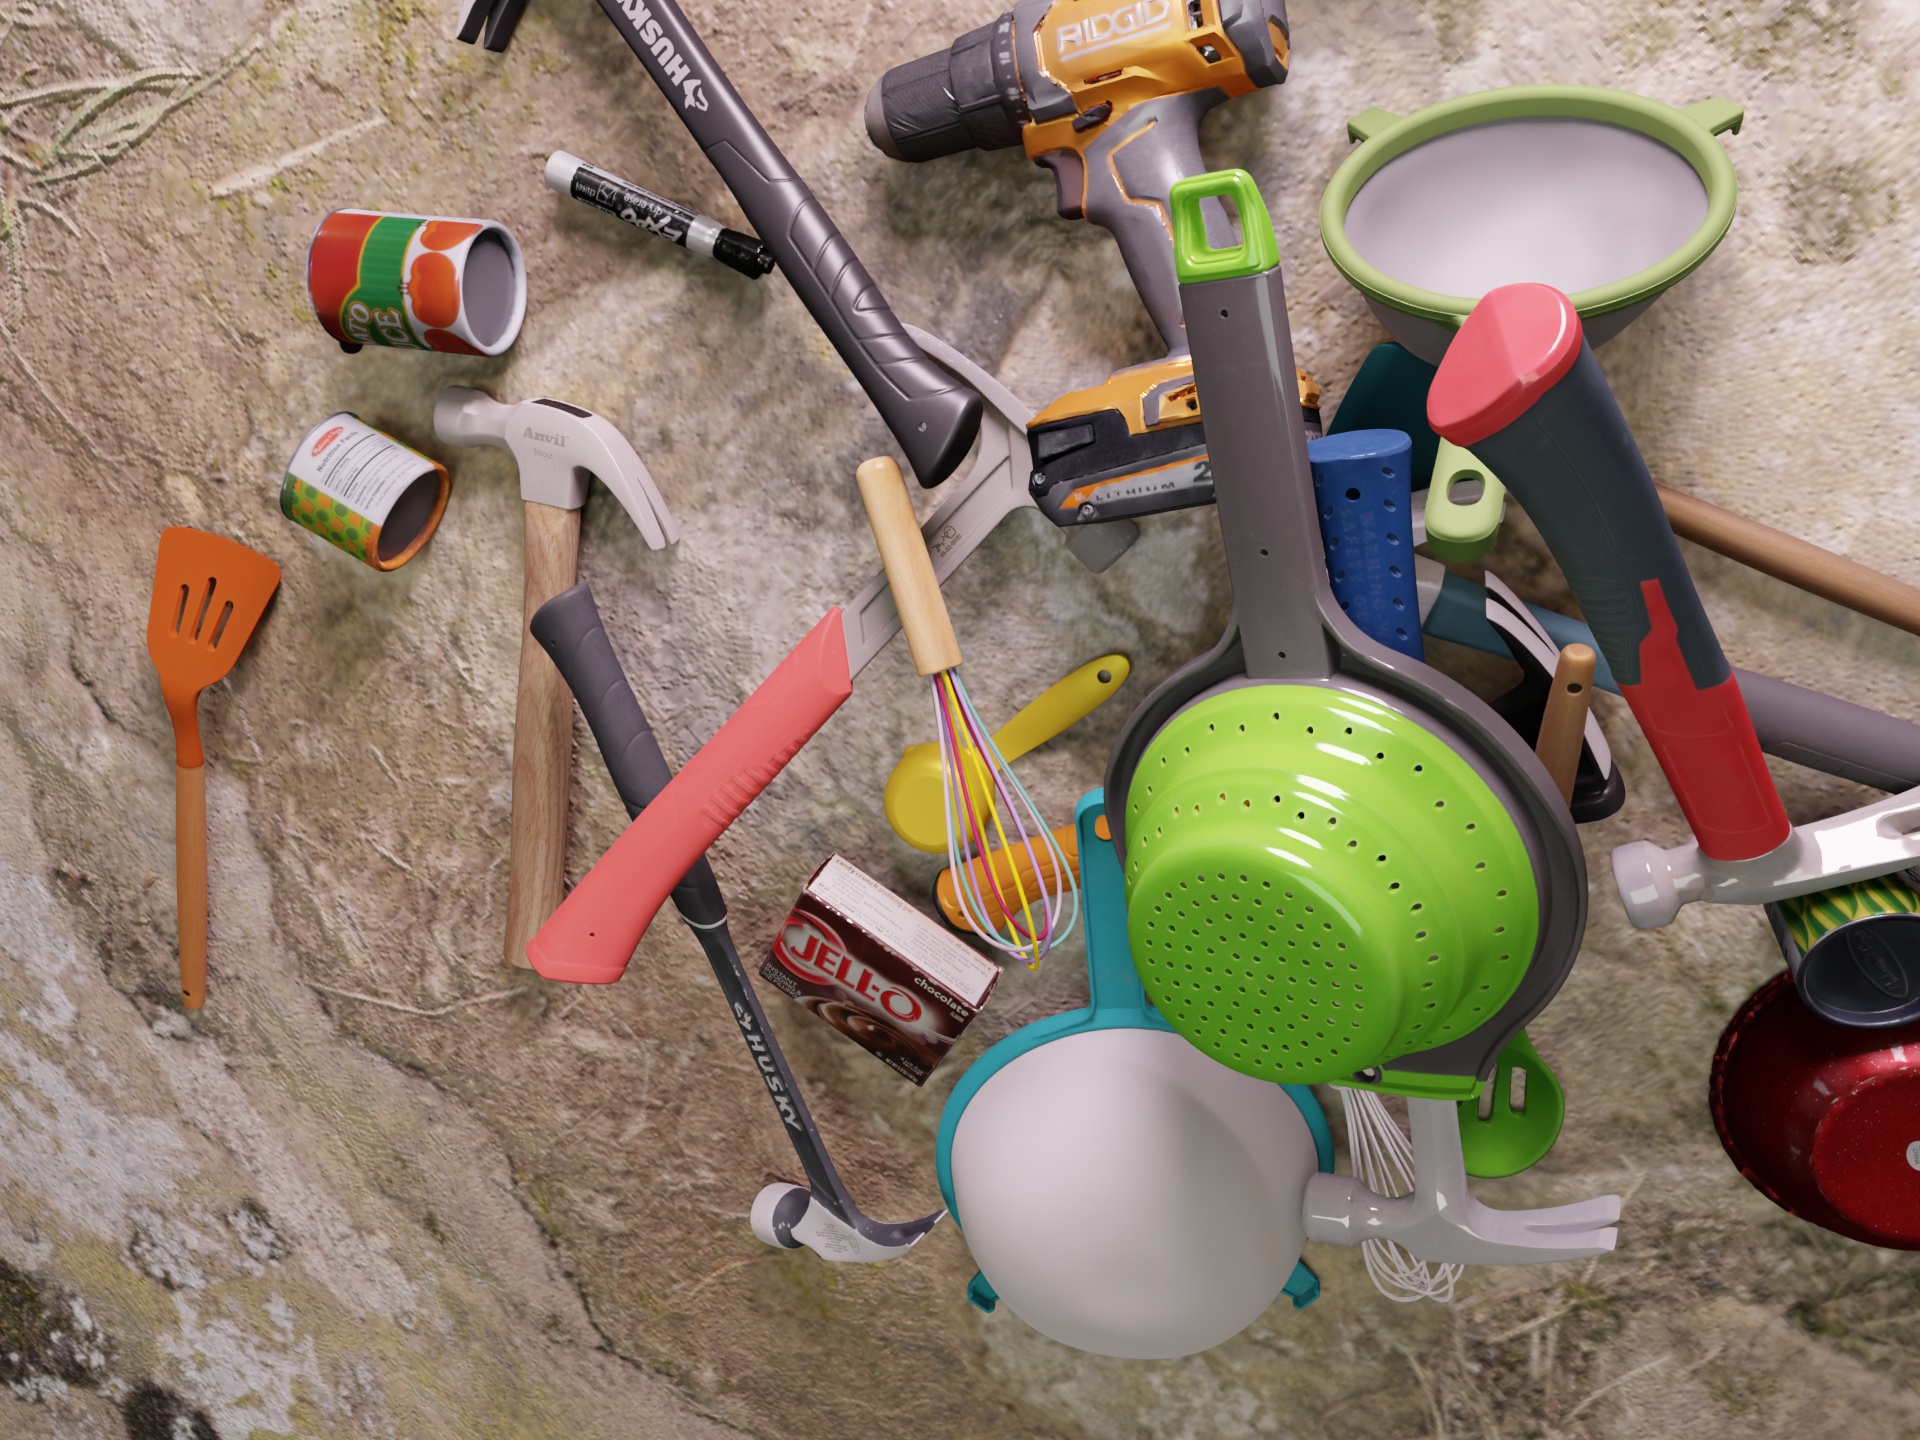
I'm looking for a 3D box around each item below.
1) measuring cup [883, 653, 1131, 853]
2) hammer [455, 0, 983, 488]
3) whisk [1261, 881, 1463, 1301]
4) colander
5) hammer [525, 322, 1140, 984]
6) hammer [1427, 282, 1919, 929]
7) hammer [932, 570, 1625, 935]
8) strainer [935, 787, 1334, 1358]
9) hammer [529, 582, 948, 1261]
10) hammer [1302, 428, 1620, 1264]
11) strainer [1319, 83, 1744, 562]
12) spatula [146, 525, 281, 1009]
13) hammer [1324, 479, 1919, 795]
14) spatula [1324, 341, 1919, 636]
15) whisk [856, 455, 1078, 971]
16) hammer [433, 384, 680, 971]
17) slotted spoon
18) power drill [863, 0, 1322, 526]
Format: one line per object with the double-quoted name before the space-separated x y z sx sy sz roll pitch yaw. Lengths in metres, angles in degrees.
"measuring cup" 0.023 0.015 0.804 0.156 0.029 0.062 -37 95 26
"hammer" -0.099 -0.248 0.718 0.146 0.035 0.335 -36 87 24
"whisk" 0.200 0.187 0.807 0.058 0.059 0.246 -24 99 -15
"colander" 0.115 0.002 0.604 0.204 0.094 0.396 1 116 35
"hammer" -0.088 -0.014 0.767 0.149 0.037 0.359 43 97 -3
"hammer" 0.261 -0.023 0.549 0.143 0.038 0.385 -20 144 26
"hammer" 0.124 0.039 0.753 0.337 0.034 0.127 -21 122 30
"strainer" 0.081 0.200 0.782 0.211 0.095 0.340 -3 118 7
"hammer" -0.128 0.119 0.847 0.149 0.036 0.408 -6 111 46
"hammer" 0.198 0.075 0.684 0.144 0.035 0.405 0 117 27
"strainer" 0.205 -0.141 0.601 0.151 0.256 0.069 7 145 21
"spatula" -0.462 0.042 0.969 0.081 0.041 0.322 19 118 10
"hammer" 0.315 -0.014 0.692 0.331 0.033 0.128 19 136 6
"spatula" 0.311 -0.078 0.676 0.317 0.044 0.082 24 134 6
"whisk" 0.000 -0.003 0.725 0.051 0.047 0.245 -17 92 18
"hammer" -0.226 -0.009 0.872 0.130 0.031 0.331 13 113 13
"slotted spoon" 0.255 0.097 0.722 0.070 0.031 0.313 4 128 12
"power drill" 0.057 -0.199 0.681 0.185 0.084 0.226 -7 95 25
